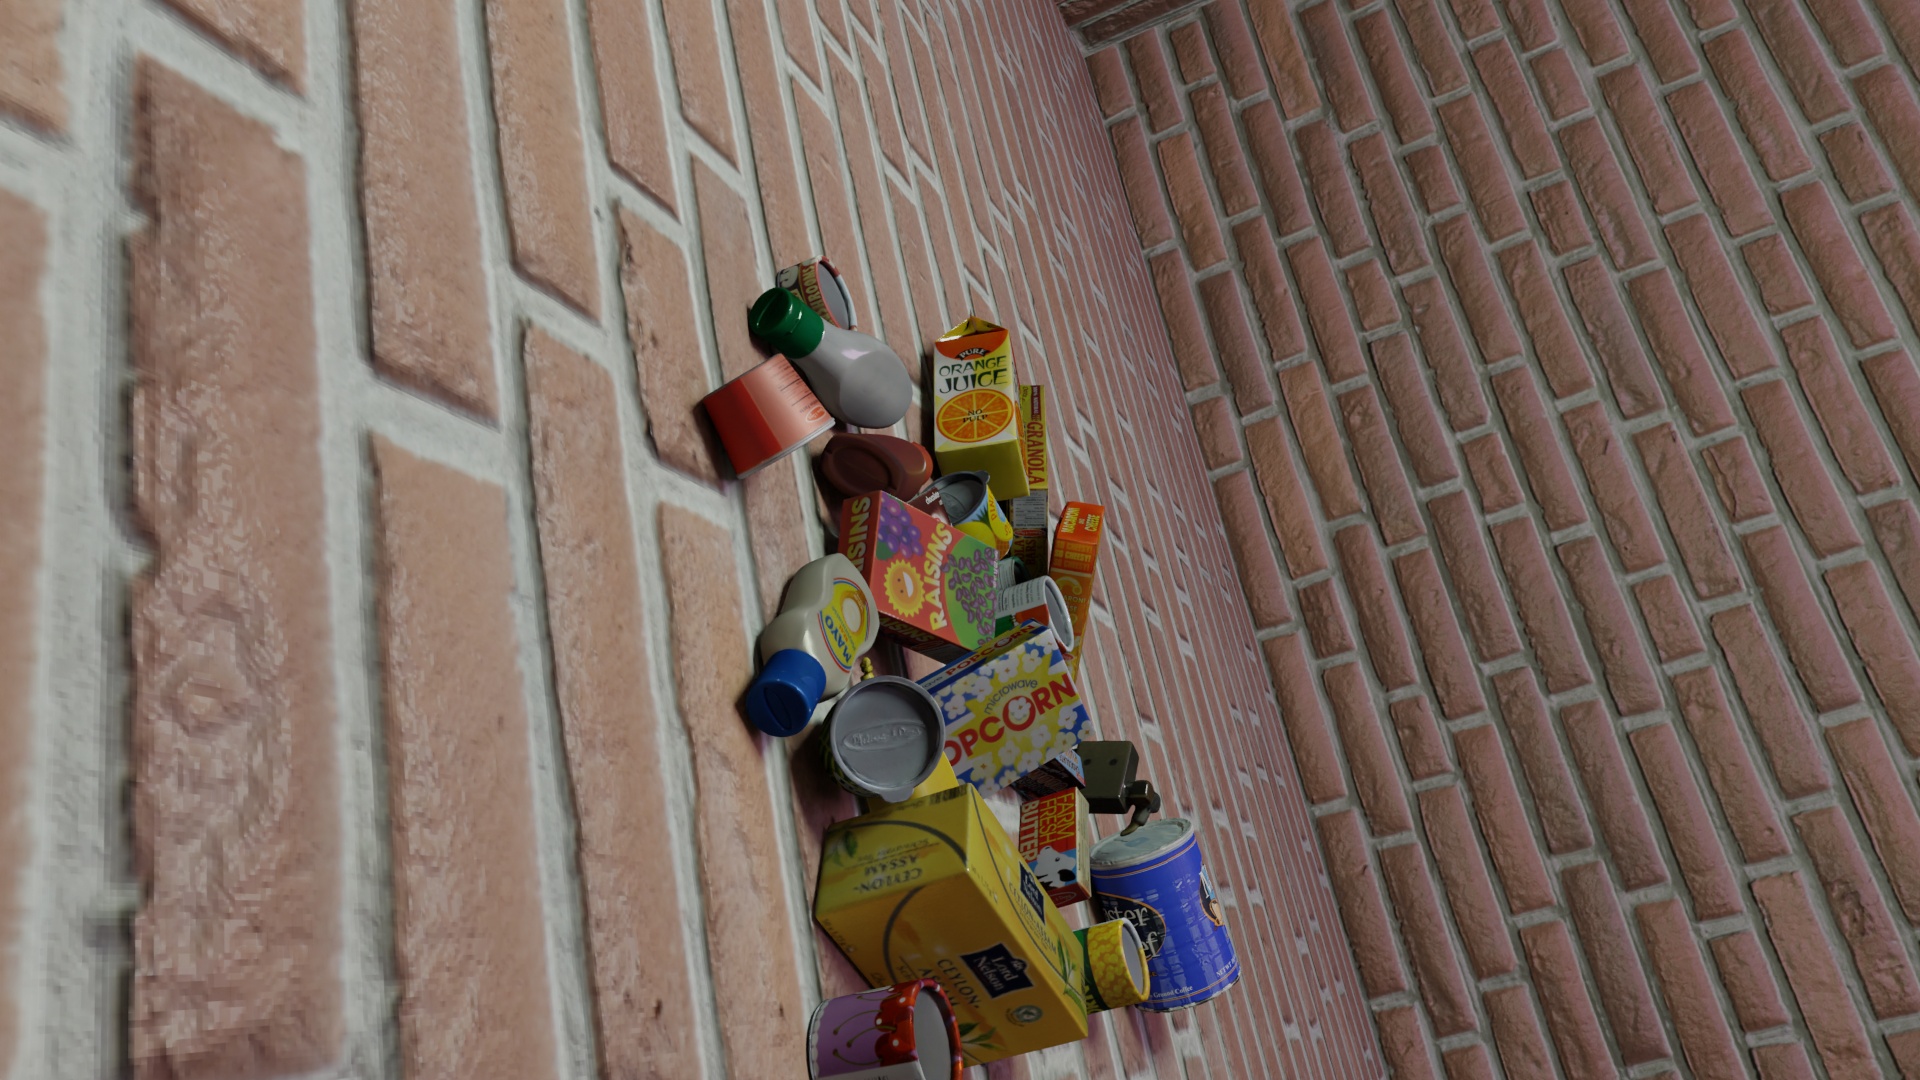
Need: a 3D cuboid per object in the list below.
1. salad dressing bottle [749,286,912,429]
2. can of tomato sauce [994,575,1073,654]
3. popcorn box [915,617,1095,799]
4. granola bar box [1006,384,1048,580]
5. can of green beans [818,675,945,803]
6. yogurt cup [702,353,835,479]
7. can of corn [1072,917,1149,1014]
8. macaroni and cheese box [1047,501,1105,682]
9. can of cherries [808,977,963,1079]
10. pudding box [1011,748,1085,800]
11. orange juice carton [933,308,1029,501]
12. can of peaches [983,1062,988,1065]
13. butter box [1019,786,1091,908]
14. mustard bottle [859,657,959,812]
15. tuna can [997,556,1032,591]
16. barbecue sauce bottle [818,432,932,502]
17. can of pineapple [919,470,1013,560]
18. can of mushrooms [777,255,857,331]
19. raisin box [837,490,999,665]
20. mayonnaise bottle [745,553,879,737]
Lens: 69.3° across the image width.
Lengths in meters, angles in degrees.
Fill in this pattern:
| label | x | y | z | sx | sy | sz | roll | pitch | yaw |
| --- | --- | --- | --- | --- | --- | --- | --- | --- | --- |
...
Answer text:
| label | x | y | z | sx | sy | sz | roll | pitch | yaw |
| --- | --- | --- | --- | --- | --- | --- | --- | --- | --- |
| salad dressing bottle | -0.090 | -0.129 | 0.982 | 0.044 | 0.064 | 0.147 | 34 | -1 | 37 |
| can of tomato sauce | 0.043 | 0.073 | 1.129 | 0.071 | 0.083 | 0.071 | -20 | 91 | -73 |
| popcorn box | 0.017 | 0.120 | 0.931 | 0.085 | 0.127 | 0.038 | 66 | -15 | -14 |
| granola bar box | 0.063 | -0.053 | 1.335 | 0.166 | 0.039 | 0.123 | -88 | 176 | -50 |
| can of green beans | -0.047 | 0.115 | 0.803 | 0.057 | 0.071 | 0.071 | 132 | -56 | -72 |
| yogurt cup | -0.117 | -0.075 | 0.828 | 0.054 | 0.072 | 0.072 | 60 | 19 | -10 |
| can of corn | 0.112 | 0.340 | 1.099 | 0.071 | 0.058 | 0.071 | -20 | 91 | -73 |
| macaroni and cheese box | 0.095 | 0.060 | 1.246 | 0.124 | 0.040 | 0.165 | -61 | 159 | -71 |
| can of cherries | -0.037 | 0.262 | 0.717 | 0.071 | 0.058 | 0.071 | -20 | 91 | -73 |
| pudding box | 0.065 | 0.183 | 1.136 | 0.083 | 0.049 | 0.030 | 49 | 25 | -52 |
| orange juice carton | 0.018 | -0.125 | 1.259 | 0.071 | 0.073 | 0.194 | 74 | 10 | -45 |
| can of peaches | 0.038 | 0.302 | 0.910 | 0.071 | 0.058 | 0.071 | -20 | 91 | -74 |
| butter box | 0.074 | 0.244 | 1.094 | 0.024 | 0.053 | 0.104 | 58 | 20 | -29 |
| mustard bottle | -0.034 | 0.148 | 0.866 | 0.160 | 0.048 | 0.065 | 70 | 22 | -3 |
| tuna can | 0.046 | 0.051 | 1.248 | 0.071 | 0.033 | 0.071 | -20 | 91 | -73 |
| barbecue sauce bottle | -0.053 | -0.053 | 1.015 | 0.065 | 0.043 | 0.149 | 29 | 9 | 8 |
| can of pineapple | 0.004 | -0.014 | 1.125 | 0.071 | 0.071 | 0.057 | -89 | 155 | -48 |
| can of mushrooms | -0.105 | -0.174 | 1.019 | 0.071 | 0.033 | 0.071 | -19 | 91 | -74 |
| raisin box | -0.029 | 0.028 | 0.947 | 0.123 | 0.040 | 0.086 | 27 | 58 | -43 |
| mayonnaise bottle | -0.086 | 0.063 | 0.809 | 0.064 | 0.041 | 0.149 | 64 | 18 | -17 |
